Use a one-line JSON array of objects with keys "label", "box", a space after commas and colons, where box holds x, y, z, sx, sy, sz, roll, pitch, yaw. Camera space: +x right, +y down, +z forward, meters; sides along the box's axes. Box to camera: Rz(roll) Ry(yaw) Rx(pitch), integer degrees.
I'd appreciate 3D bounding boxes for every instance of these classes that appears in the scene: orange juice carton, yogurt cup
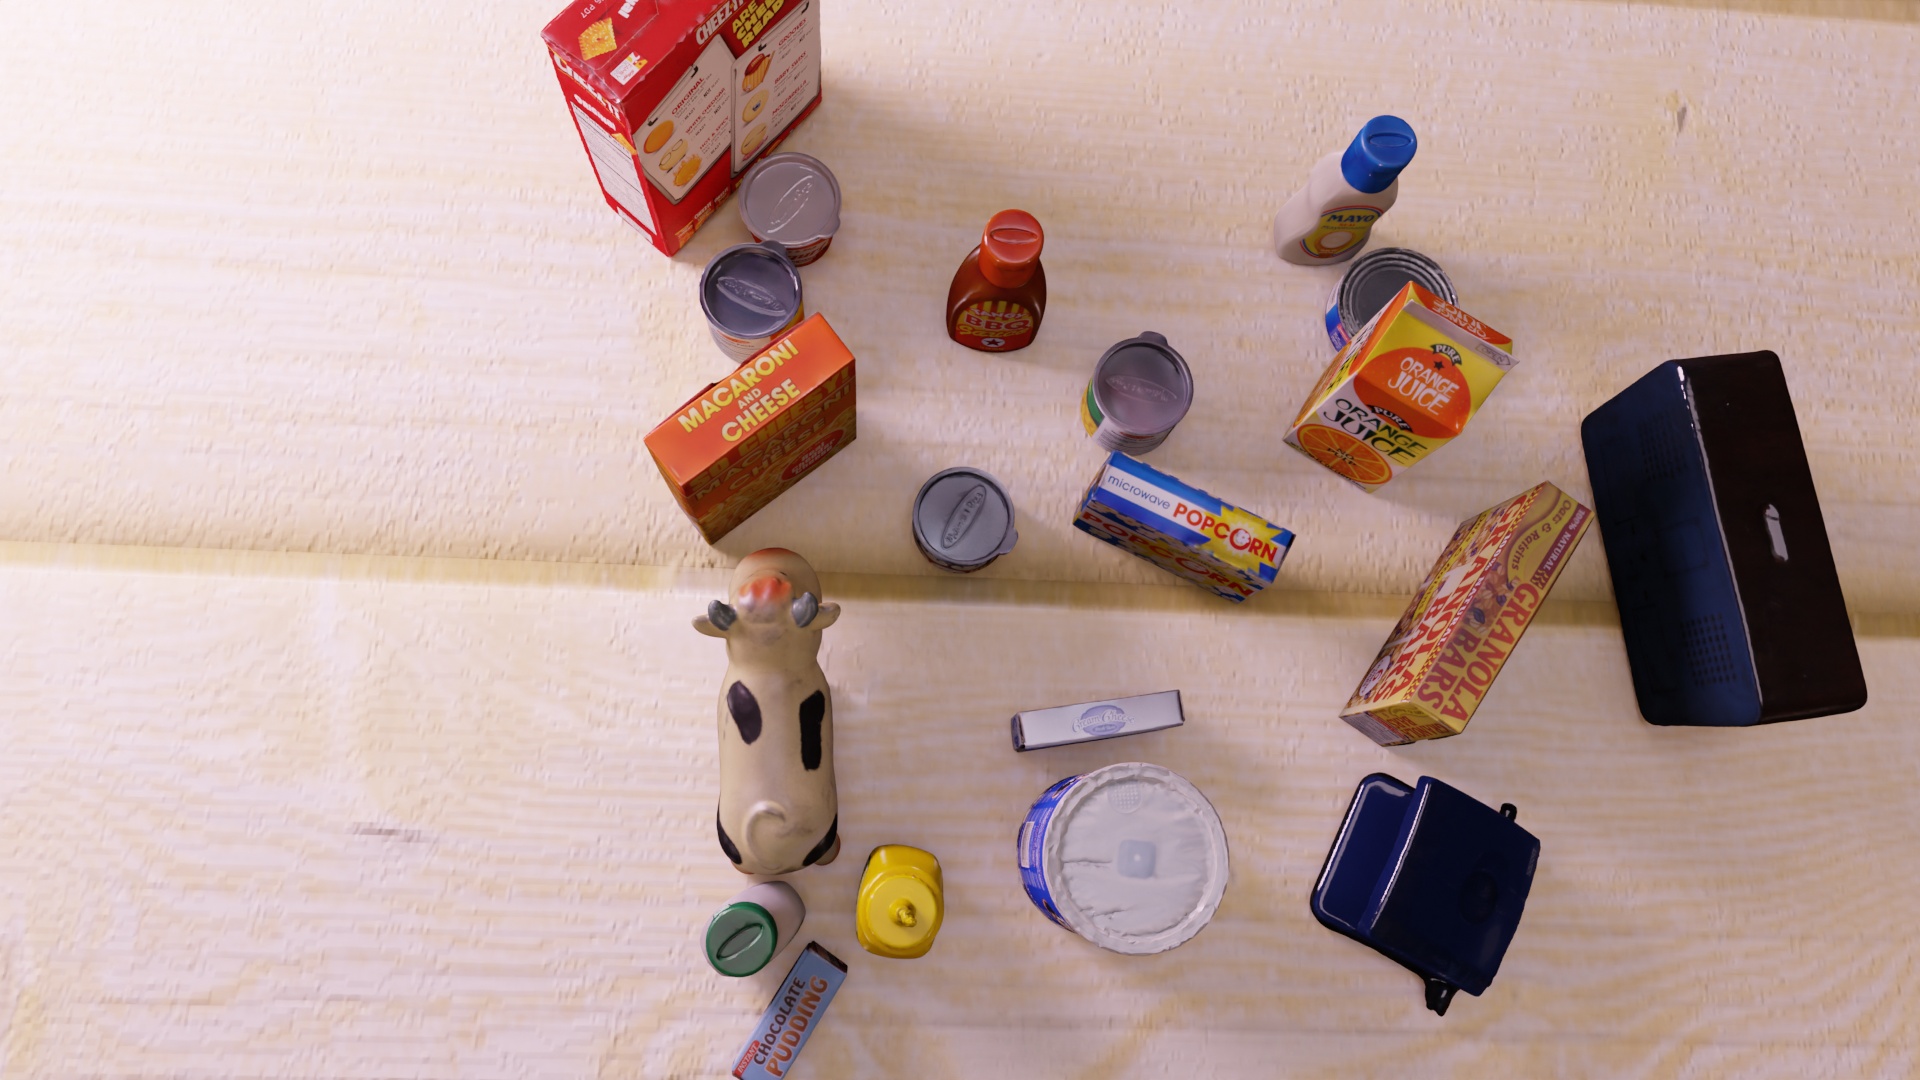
[{"label": "orange juice carton", "box": [0.275, -0.098, 0.869, 0.072, 0.192, 0.073, 32, 78, 3]}, {"label": "yogurt cup", "box": [-0.114, -0.220, 0.937, 0.072, 0.054, 0.072, 1, 78, -4]}]

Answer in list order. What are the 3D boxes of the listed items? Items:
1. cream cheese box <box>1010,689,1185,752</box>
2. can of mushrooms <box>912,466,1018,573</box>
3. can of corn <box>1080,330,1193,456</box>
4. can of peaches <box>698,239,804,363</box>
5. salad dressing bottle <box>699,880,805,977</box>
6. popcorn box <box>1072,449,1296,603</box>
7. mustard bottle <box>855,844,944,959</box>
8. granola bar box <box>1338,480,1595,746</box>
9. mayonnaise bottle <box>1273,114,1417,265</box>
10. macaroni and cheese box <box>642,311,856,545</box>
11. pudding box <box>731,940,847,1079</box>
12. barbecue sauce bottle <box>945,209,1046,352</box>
[{"label": "cream cheese box", "box": [0.085, 0.115, 0.879, 0.104, 0.053, 0.024, -8, 79, -6]}, {"label": "can of mushrooms", "box": [0.003, -0.011, 0.910, 0.071, 0.033, 0.071, 1, 78, -4]}, {"label": "can of corn", "box": [0.117, -0.097, 0.925, 0.071, 0.058, 0.071, 1, 78, -4]}, {"label": "can of peaches", "box": [-0.135, -0.157, 0.919, 0.071, 0.058, 0.071, 1, 78, -4]}, {"label": "salad dressing bottle", "box": [-0.120, 0.223, 0.791, 0.064, 0.147, 0.044, -34, 83, -10]}, {"label": "popcorn box", "box": [0.140, -0.007, 0.894, 0.127, 0.085, 0.038, 25, 77, 1]}, {"label": "mustard bottle", "box": [-0.035, 0.208, 0.794, 0.049, 0.160, 0.065, 9, 78, -2]}, {"label": "granola bar box", "box": [0.316, 0.050, 0.874, 0.039, 0.124, 0.166, 36, 78, 4]}, {"label": "mayonnaise bottle", "box": [0.256, -0.229, 0.919, 0.065, 0.147, 0.041, -1, 78, -4]}, {"label": "macaroni and cheese box", "box": [-0.123, -0.063, 0.844, 0.124, 0.166, 0.040, -38, 83, -11]}, {"label": "pudding box", "box": [-0.101, 0.284, 0.829, 0.030, 0.049, 0.084, 32, 77, 3]}, {"label": "barbecue sauce bottle", "box": [0.026, -0.164, 0.887, 0.065, 0.148, 0.044, 4, 78, -3]}]
